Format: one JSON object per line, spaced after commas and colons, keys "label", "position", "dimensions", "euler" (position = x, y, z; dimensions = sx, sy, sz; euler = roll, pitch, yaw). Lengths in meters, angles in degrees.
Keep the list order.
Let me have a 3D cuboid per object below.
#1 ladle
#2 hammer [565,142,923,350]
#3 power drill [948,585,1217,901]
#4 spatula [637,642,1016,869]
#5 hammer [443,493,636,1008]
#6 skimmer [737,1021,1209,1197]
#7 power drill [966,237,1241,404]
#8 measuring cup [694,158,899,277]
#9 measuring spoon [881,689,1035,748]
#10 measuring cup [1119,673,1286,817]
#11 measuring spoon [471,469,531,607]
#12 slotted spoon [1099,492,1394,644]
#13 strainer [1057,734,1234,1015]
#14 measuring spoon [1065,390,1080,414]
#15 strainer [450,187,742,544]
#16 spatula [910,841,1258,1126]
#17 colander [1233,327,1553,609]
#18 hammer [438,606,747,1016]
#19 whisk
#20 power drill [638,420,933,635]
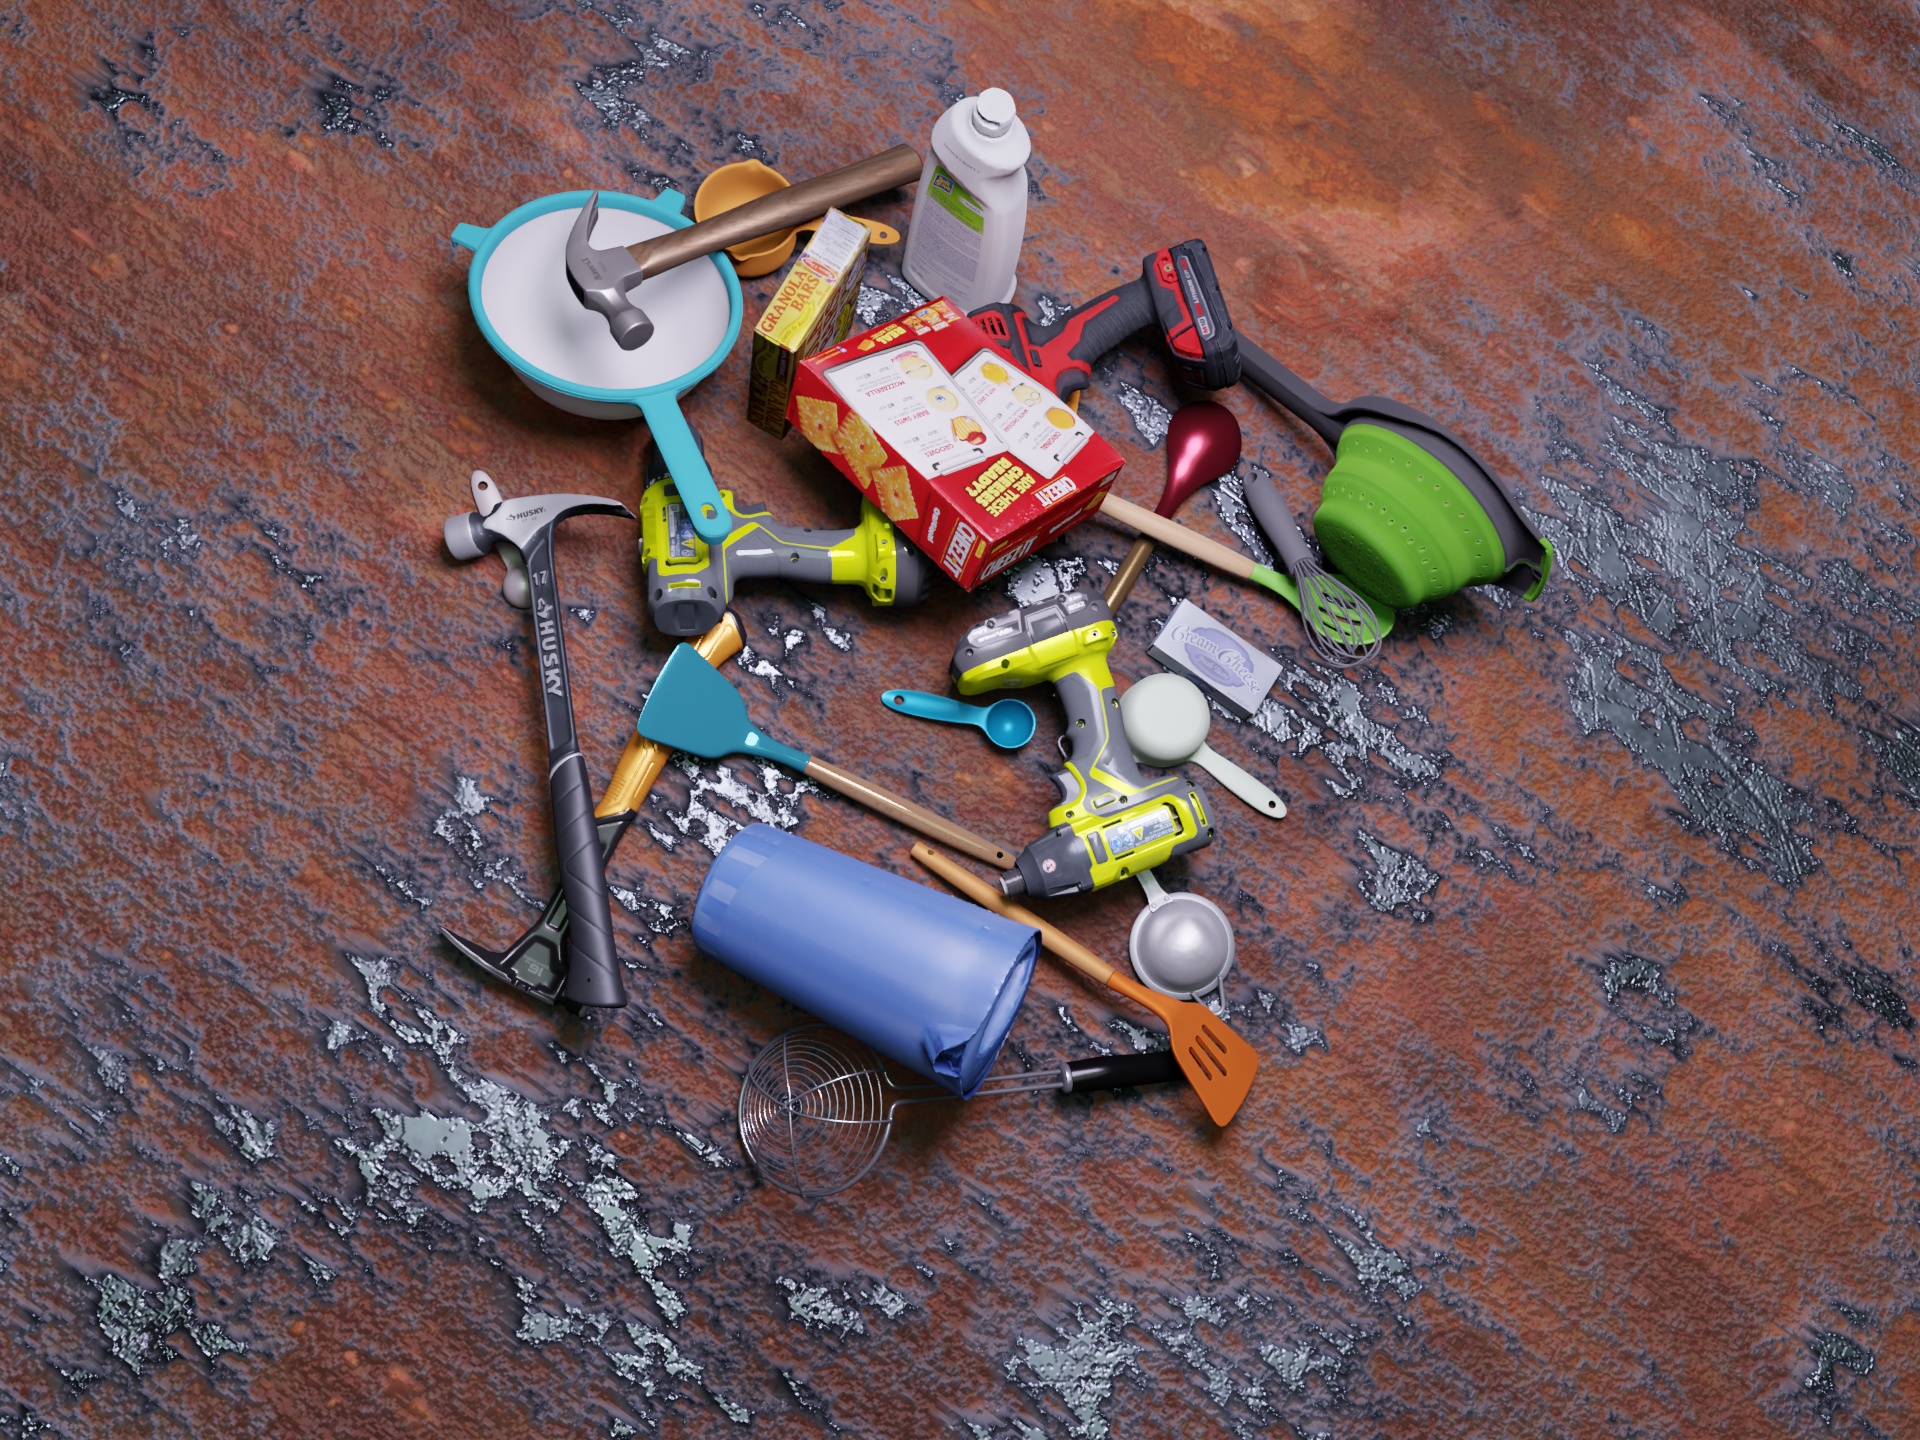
{"label": "ladle", "position": [0.155, -0.149, 1.355], "dimensions": [0.069, 0.031, 0.315], "euler": [32, 76, -2]}
{"label": "hammer", "position": [-0.169, -0.408, 1.292], "dimensions": [0.331, 0.031, 0.130], "euler": [-31, 74, -27]}
{"label": "power drill", "position": [0.081, 0.023, 1.250], "dimensions": [0.171, 0.080, 0.223], "euler": [-20, 80, -8]}
{"label": "spatula", "position": [-0.097, 0.045, 1.255], "dimensions": [0.317, 0.044, 0.082], "euler": [26, 71, -6]}
{"label": "hammer", "position": [-0.294, 0.016, 1.197], "dimensions": [0.149, 0.036, 0.409], "euler": [-14, 74, 8]}
{"label": "skimmer", "position": [0.014, 0.285, 1.227], "dimensions": [0.363, 0.090, 0.127], "euler": [-1, 69, -19]}
{"label": "power drill", "position": [0.116, -0.303, 1.332], "dimensions": [0.219, 0.078, 0.143], "euler": [-17, 75, 9]}
{"label": "measuring cup", "position": [-0.141, -0.417, 1.360], "dimensions": [0.173, 0.052, 0.095], "euler": [7, 76, -9]}
{"label": "measuring spoon", "position": [-0.002, -0.004, 1.304], "dimensions": [0.128, 0.021, 0.042], "euler": [12, 73, 4]}
{"label": "measuring cup", "position": [0.205, 0.025, 1.312], "dimensions": [0.167, 0.038, 0.083], "euler": [37, 74, 3]}
{"label": "measuring spoon", "position": [-0.368, -0.148, 1.277], "dimensions": [0.034, 0.018, 0.124], "euler": [-22, 80, -13]}
{"label": "slotted spoon", "position": [0.223, -0.139, 1.344], "dimensions": [0.313, 0.031, 0.070], "euler": [23, 61, -9]}
{"label": "strainer", "position": [0.146, 0.122, 1.282], "dimensions": [0.087, 0.050, 0.258], "euler": [-29, 79, -9]}
{"label": "measuring spoon", "position": [0.095, -0.292, 1.389], "dimensions": [0.021, 0.011, 0.117], "euler": [5, 72, -7]}
{"label": "strainer", "position": [-0.259, -0.264, 1.264], "dimensions": [0.211, 0.095, 0.341], "euler": [-18, 70, -23]}
{"label": "spatula", "position": [0.094, 0.194, 1.250], "dimensions": [0.323, 0.041, 0.081], "euler": [33, 46, 10]}
{"label": "colander", "position": [0.303, -0.211, 1.331], "dimensions": [0.094, 0.204, 0.397], "euler": [-44, 68, -6]}
{"label": "hammer", "position": [-0.267, 0.052, 1.237], "dimensions": [0.127, 0.034, 0.337], "euler": [28, 74, -3]}
{"label": "whisk", "position": [0.284, -0.131, 1.315], "dimensions": [0.055, 0.055, 0.239], "euler": [-10, 50, -11]}
{"label": "power drill", "position": [-0.143, -0.164, 1.278], "dimensions": [0.228, 0.080, 0.191], "euler": [-3, 59, -9]}
